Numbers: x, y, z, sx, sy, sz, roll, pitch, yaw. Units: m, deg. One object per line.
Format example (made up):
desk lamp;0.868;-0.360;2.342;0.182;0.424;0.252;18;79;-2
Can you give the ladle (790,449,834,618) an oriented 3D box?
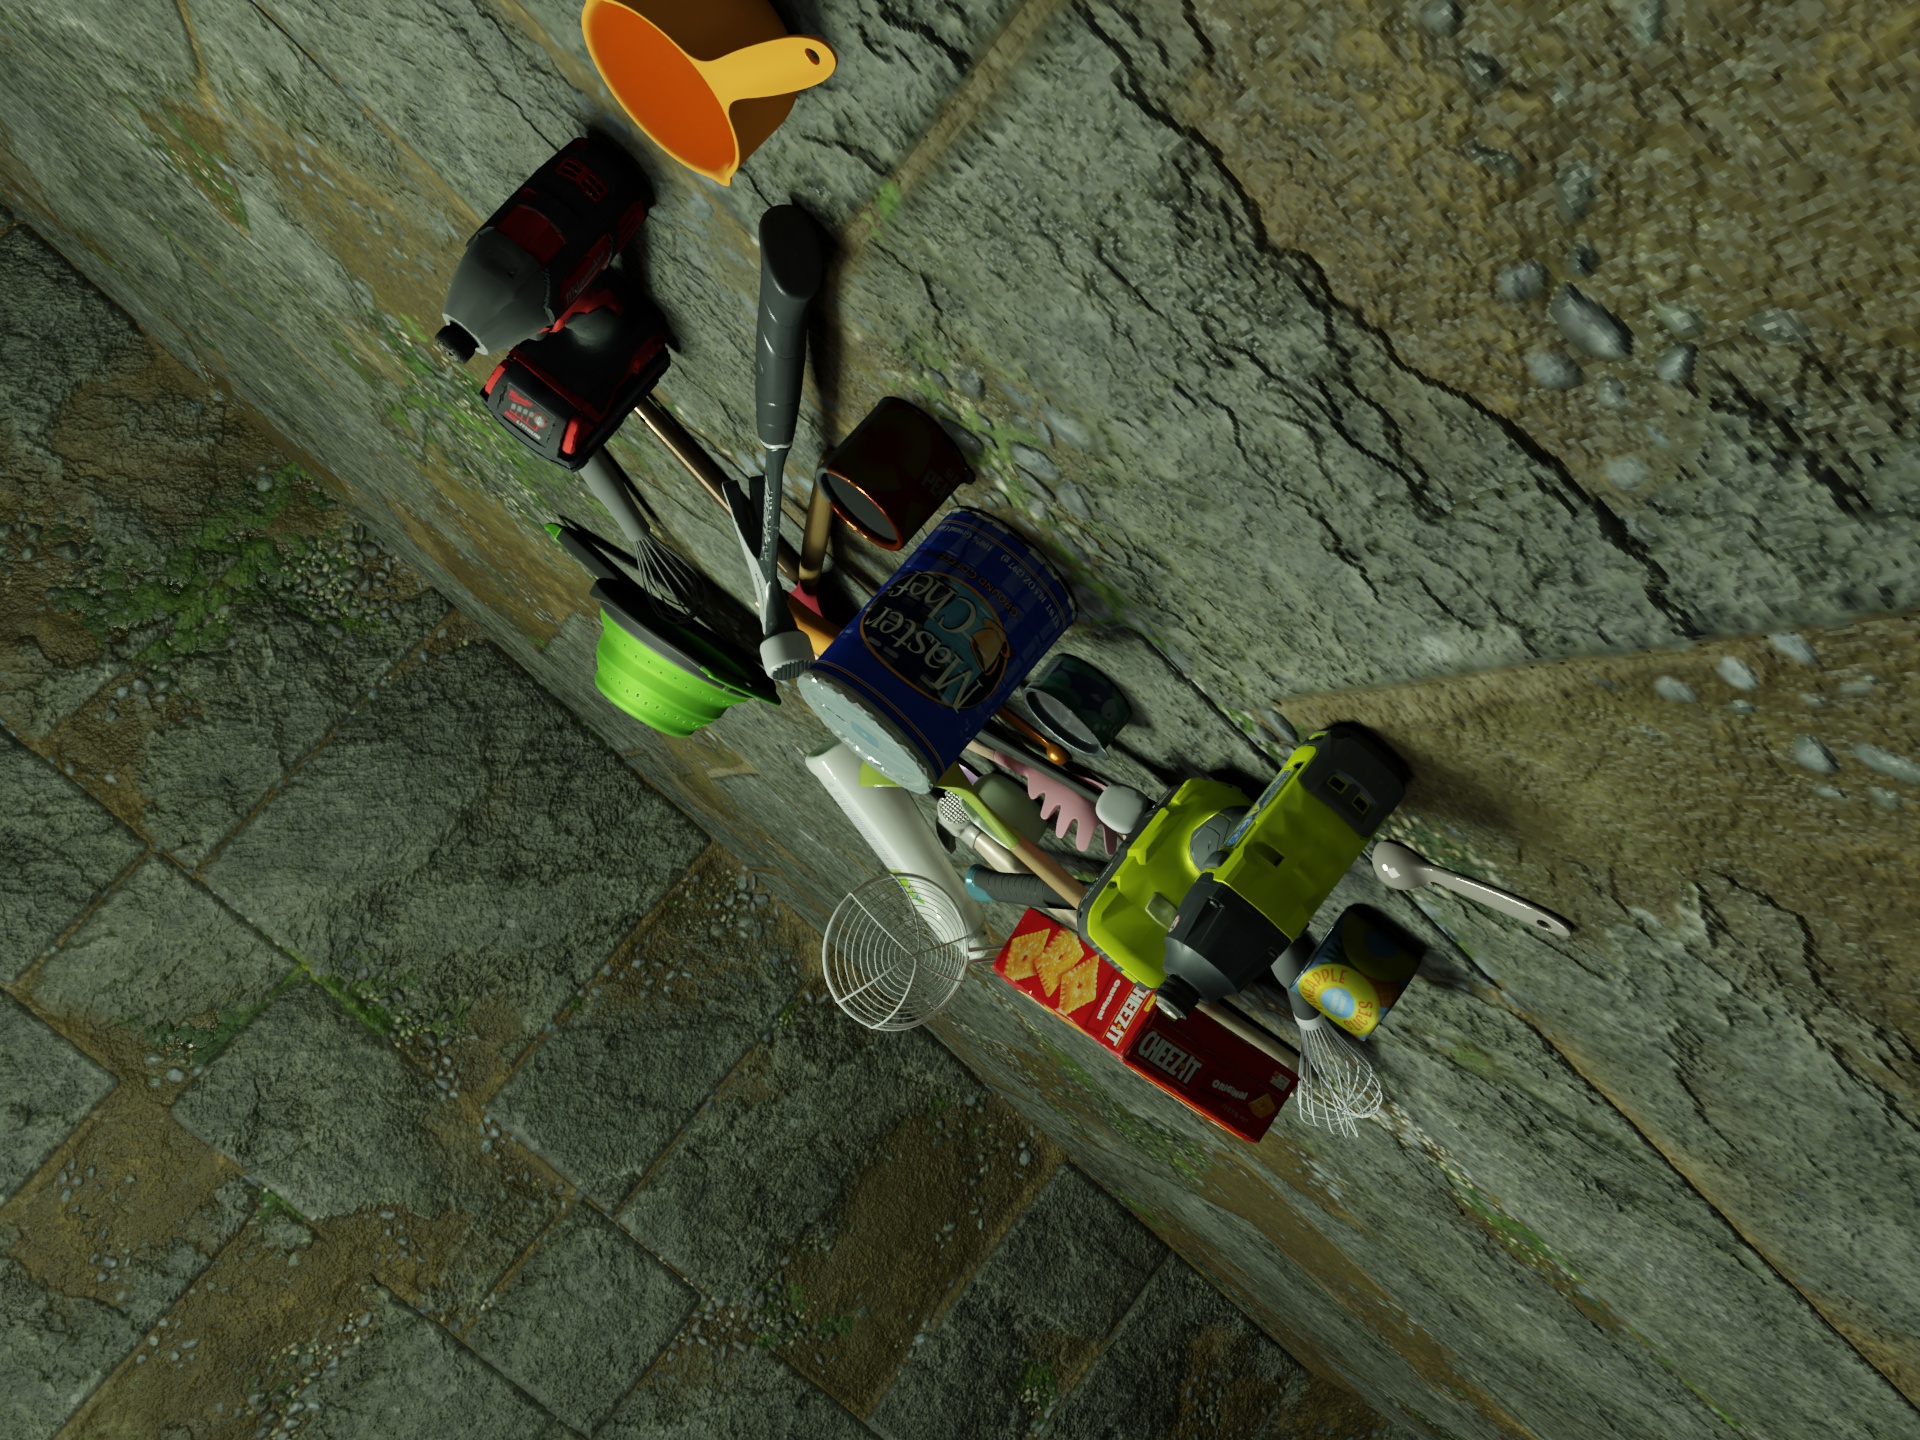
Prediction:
ladle;-0.106;-0.115;1.154;0.069;0.031;0.315;33;159;3

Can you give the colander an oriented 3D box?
colander;-0.341;-0.087;1.617;0.397;0.094;0.204;38;-172;39

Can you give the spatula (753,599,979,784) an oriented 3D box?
spatula;-0.060;-0.002;1.408;0.316;0.018;0.060;41;159;-6

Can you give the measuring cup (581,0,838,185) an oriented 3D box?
measuring cup;-0.085;-0.273;0.641;0.174;0.052;0.095;19;154;50

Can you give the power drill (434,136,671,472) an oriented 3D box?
power drill;-0.244;-0.238;0.952;0.078;0.143;0.219;37;167;1

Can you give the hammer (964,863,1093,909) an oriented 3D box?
hammer;0.102;0.144;1.320;0.128;0.033;0.331;41;158;-24

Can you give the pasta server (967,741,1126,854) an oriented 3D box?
pasta server;0.010;0.023;1.247;0.316;0.040;0.060;27;-156;39

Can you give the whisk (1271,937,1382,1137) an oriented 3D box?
whisk;0.274;0.243;1.228;0.070;0.070;0.284;27;156;41

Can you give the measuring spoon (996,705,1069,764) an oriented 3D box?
measuring spoon;0.033;-0.001;1.198;0.117;0.011;0.021;36;164;17

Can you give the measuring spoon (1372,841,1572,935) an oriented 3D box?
measuring spoon;0.277;0.098;0.874;0.124;0.018;0.034;23;157;47

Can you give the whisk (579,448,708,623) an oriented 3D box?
whisk;-0.297;-0.173;1.453;0.055;0.055;0.238;28;156;39

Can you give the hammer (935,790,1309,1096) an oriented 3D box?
hammer;0.145;0.210;1.480;0.411;0.038;0.146;37;166;12

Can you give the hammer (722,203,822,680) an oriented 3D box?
hammer;-0.112;-0.167;0.961;0.408;0.036;0.149;111;144;-67

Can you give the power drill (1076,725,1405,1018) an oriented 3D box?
power drill;0.144;0.093;0.899;0.080;0.171;0.223;41;168;-2

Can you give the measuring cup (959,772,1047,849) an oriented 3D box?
measuring cup;0.011;0.046;1.340;0.167;0.038;0.083;48;163;-19

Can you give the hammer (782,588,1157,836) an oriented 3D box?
hammer;-0.002;-0.004;1.129;0.337;0.034;0.127;30;178;21

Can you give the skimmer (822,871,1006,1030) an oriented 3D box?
skimmer;0.002;0.200;1.400;0.090;0.127;0.363;4;176;23

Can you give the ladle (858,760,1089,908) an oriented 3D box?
ladle;0.054;0.119;1.217;0.320;0.062;0.078;41;166;-16

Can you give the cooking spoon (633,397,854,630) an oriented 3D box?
cooking spoon;-0.142;-0.132;1.243;0.318;0.017;0.069;47;159;-25
